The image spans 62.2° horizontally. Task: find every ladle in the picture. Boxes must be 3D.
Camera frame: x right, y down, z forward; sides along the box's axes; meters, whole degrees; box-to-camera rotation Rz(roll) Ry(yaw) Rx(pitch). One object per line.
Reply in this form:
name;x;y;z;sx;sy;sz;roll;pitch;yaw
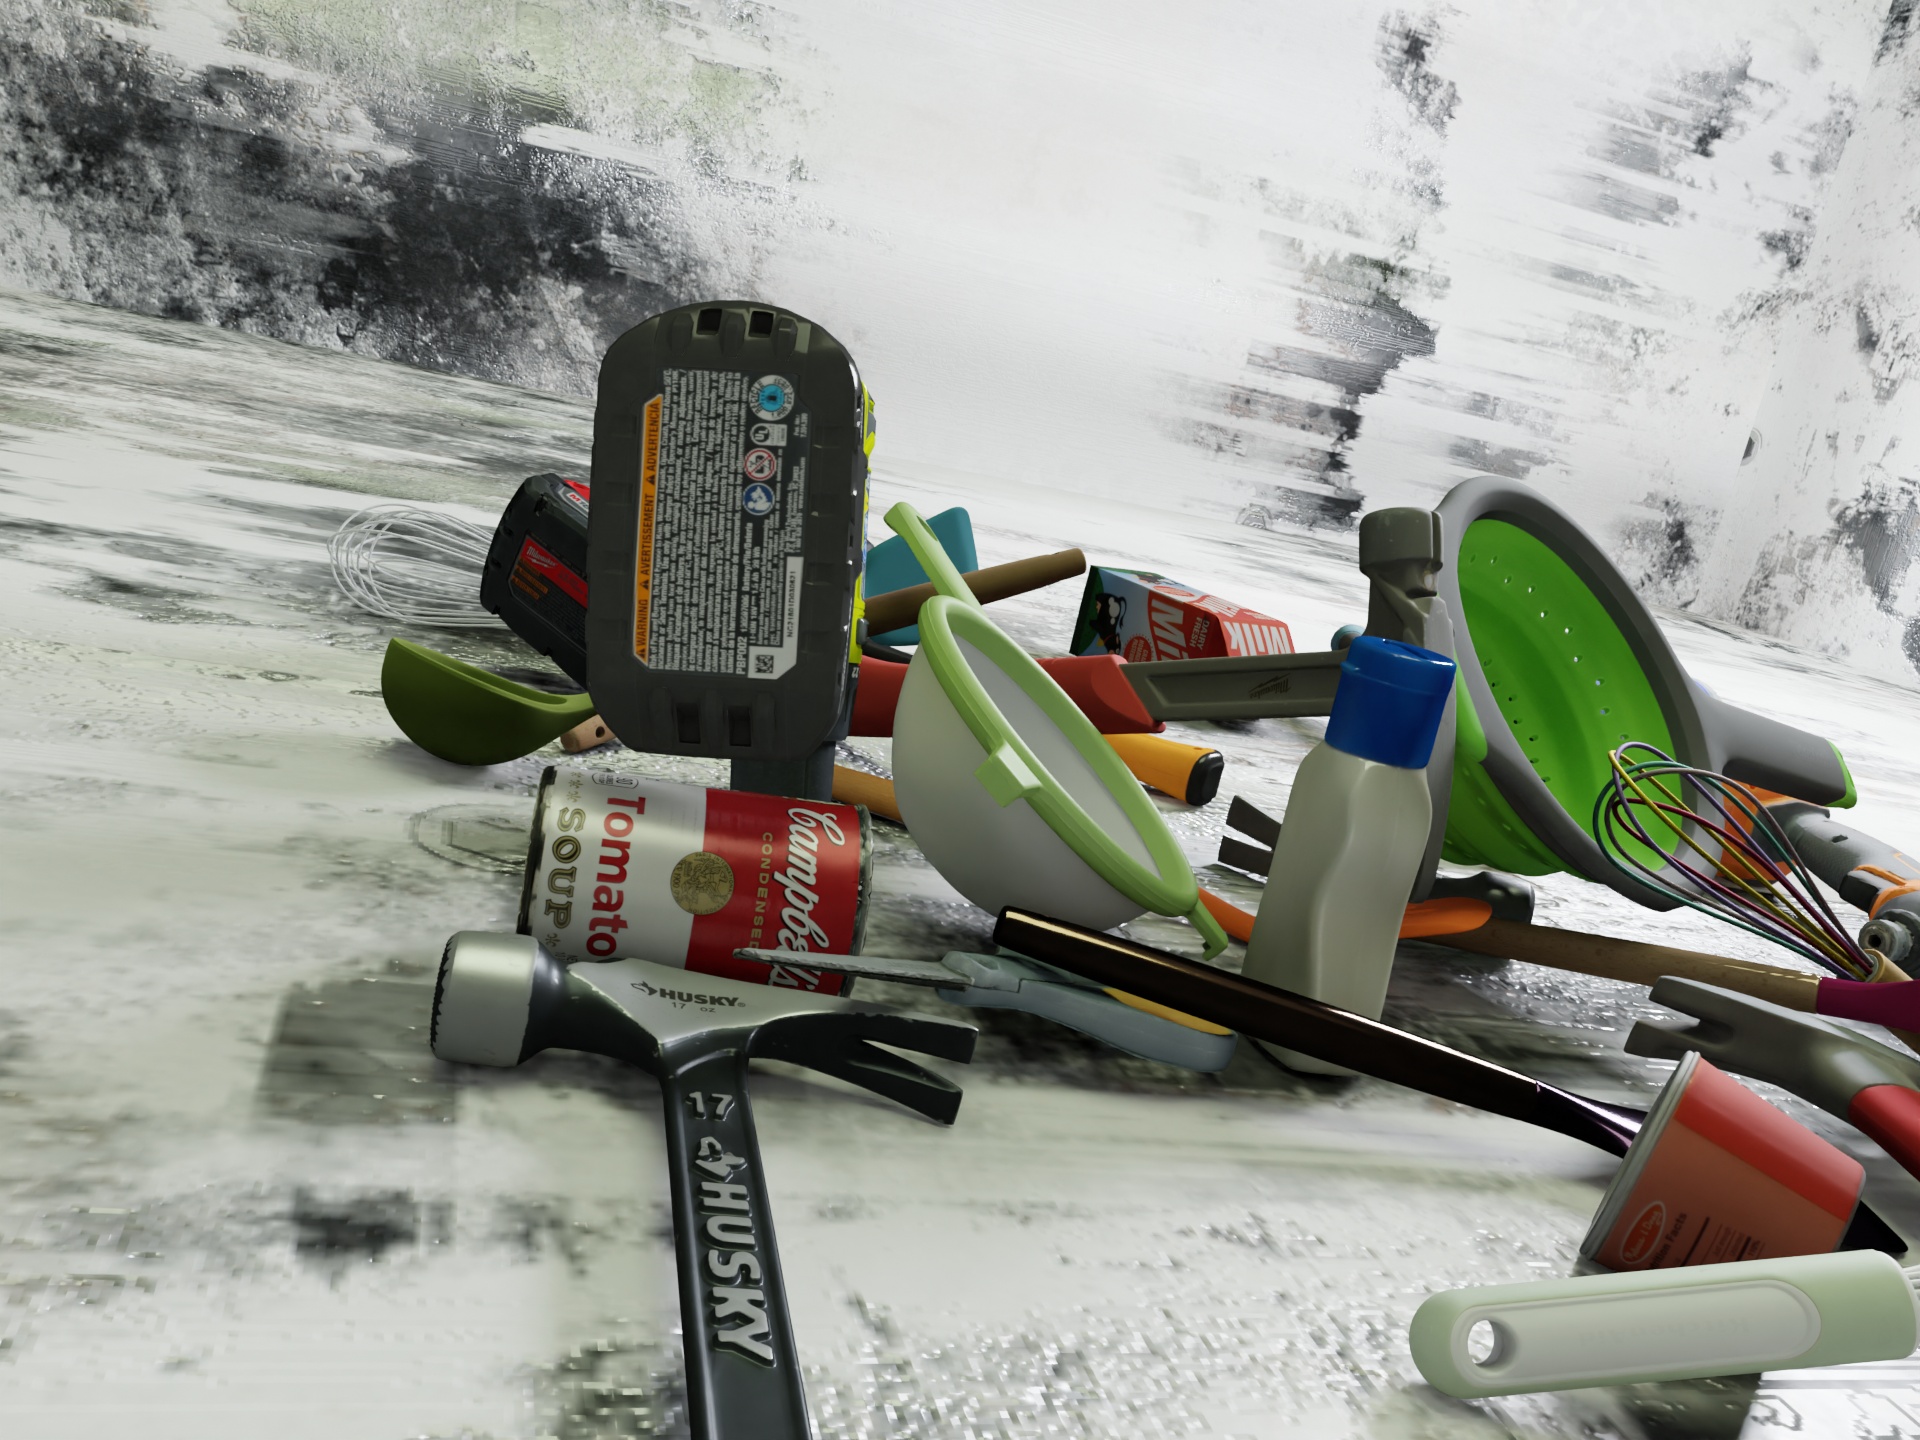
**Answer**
ladle;-0.091;-0.045;0.708;0.320;0.062;0.078;-16;12;-17

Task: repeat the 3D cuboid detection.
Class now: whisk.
whisk;0.231;0.139;0.381;0.246;0.058;0.059;-6;-14;1
whisk;0.341;0.090;0.629;0.245;0.051;0.047;37;-5;-12
whisk;-0.212;-0.064;0.903;0.284;0.070;0.070;13;13;-16

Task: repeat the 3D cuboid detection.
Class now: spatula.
spatula;-0.088;-0.041;0.839;0.044;0.082;0.317;4;21;31
spatula;0.062;0.054;0.693;0.323;0.041;0.081;16;7;20
spatula;0.160;0.116;0.514;0.316;0.018;0.060;19;13;-5

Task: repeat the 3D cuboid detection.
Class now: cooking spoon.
cooking spoon;0.309;0.103;0.626;0.319;0.017;0.068;7;-28;38

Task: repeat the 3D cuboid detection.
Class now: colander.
colander;0.307;0.014;0.767;0.396;0.205;0.094;12;-32;-38

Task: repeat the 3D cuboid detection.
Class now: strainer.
strainer;-0.001;-0.002;0.636;0.151;0.069;0.257;38;15;-41

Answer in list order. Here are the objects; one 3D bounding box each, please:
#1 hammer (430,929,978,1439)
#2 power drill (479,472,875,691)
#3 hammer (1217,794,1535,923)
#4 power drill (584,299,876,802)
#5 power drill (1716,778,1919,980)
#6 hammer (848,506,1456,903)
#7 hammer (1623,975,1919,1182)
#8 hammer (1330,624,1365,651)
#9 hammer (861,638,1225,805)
hammer;-0.030;0.139;0.277;0.149;0.036;0.409;10;14;-16
power drill;-0.153;-0.096;0.883;0.143;0.078;0.220;37;30;10
hammer;0.235;0.039;0.923;0.144;0.035;0.405;15;14;10
power drill;-0.070;-0.043;0.571;0.080;0.190;0.228;3;1;0
power drill;0.487;0.084;0.883;0.164;0.084;0.227;4;19;-27
hammer;0.050;-0.002;0.715;0.359;0.149;0.036;-2;-8;44
hammer;0.325;0.175;0.416;0.143;0.038;0.386;18;13;-9
hammer;0.304;-0.005;1.039;0.128;0.033;0.331;33;14;-13
hammer;0.004;-0.018;0.951;0.337;0.034;0.127;22;15;34
